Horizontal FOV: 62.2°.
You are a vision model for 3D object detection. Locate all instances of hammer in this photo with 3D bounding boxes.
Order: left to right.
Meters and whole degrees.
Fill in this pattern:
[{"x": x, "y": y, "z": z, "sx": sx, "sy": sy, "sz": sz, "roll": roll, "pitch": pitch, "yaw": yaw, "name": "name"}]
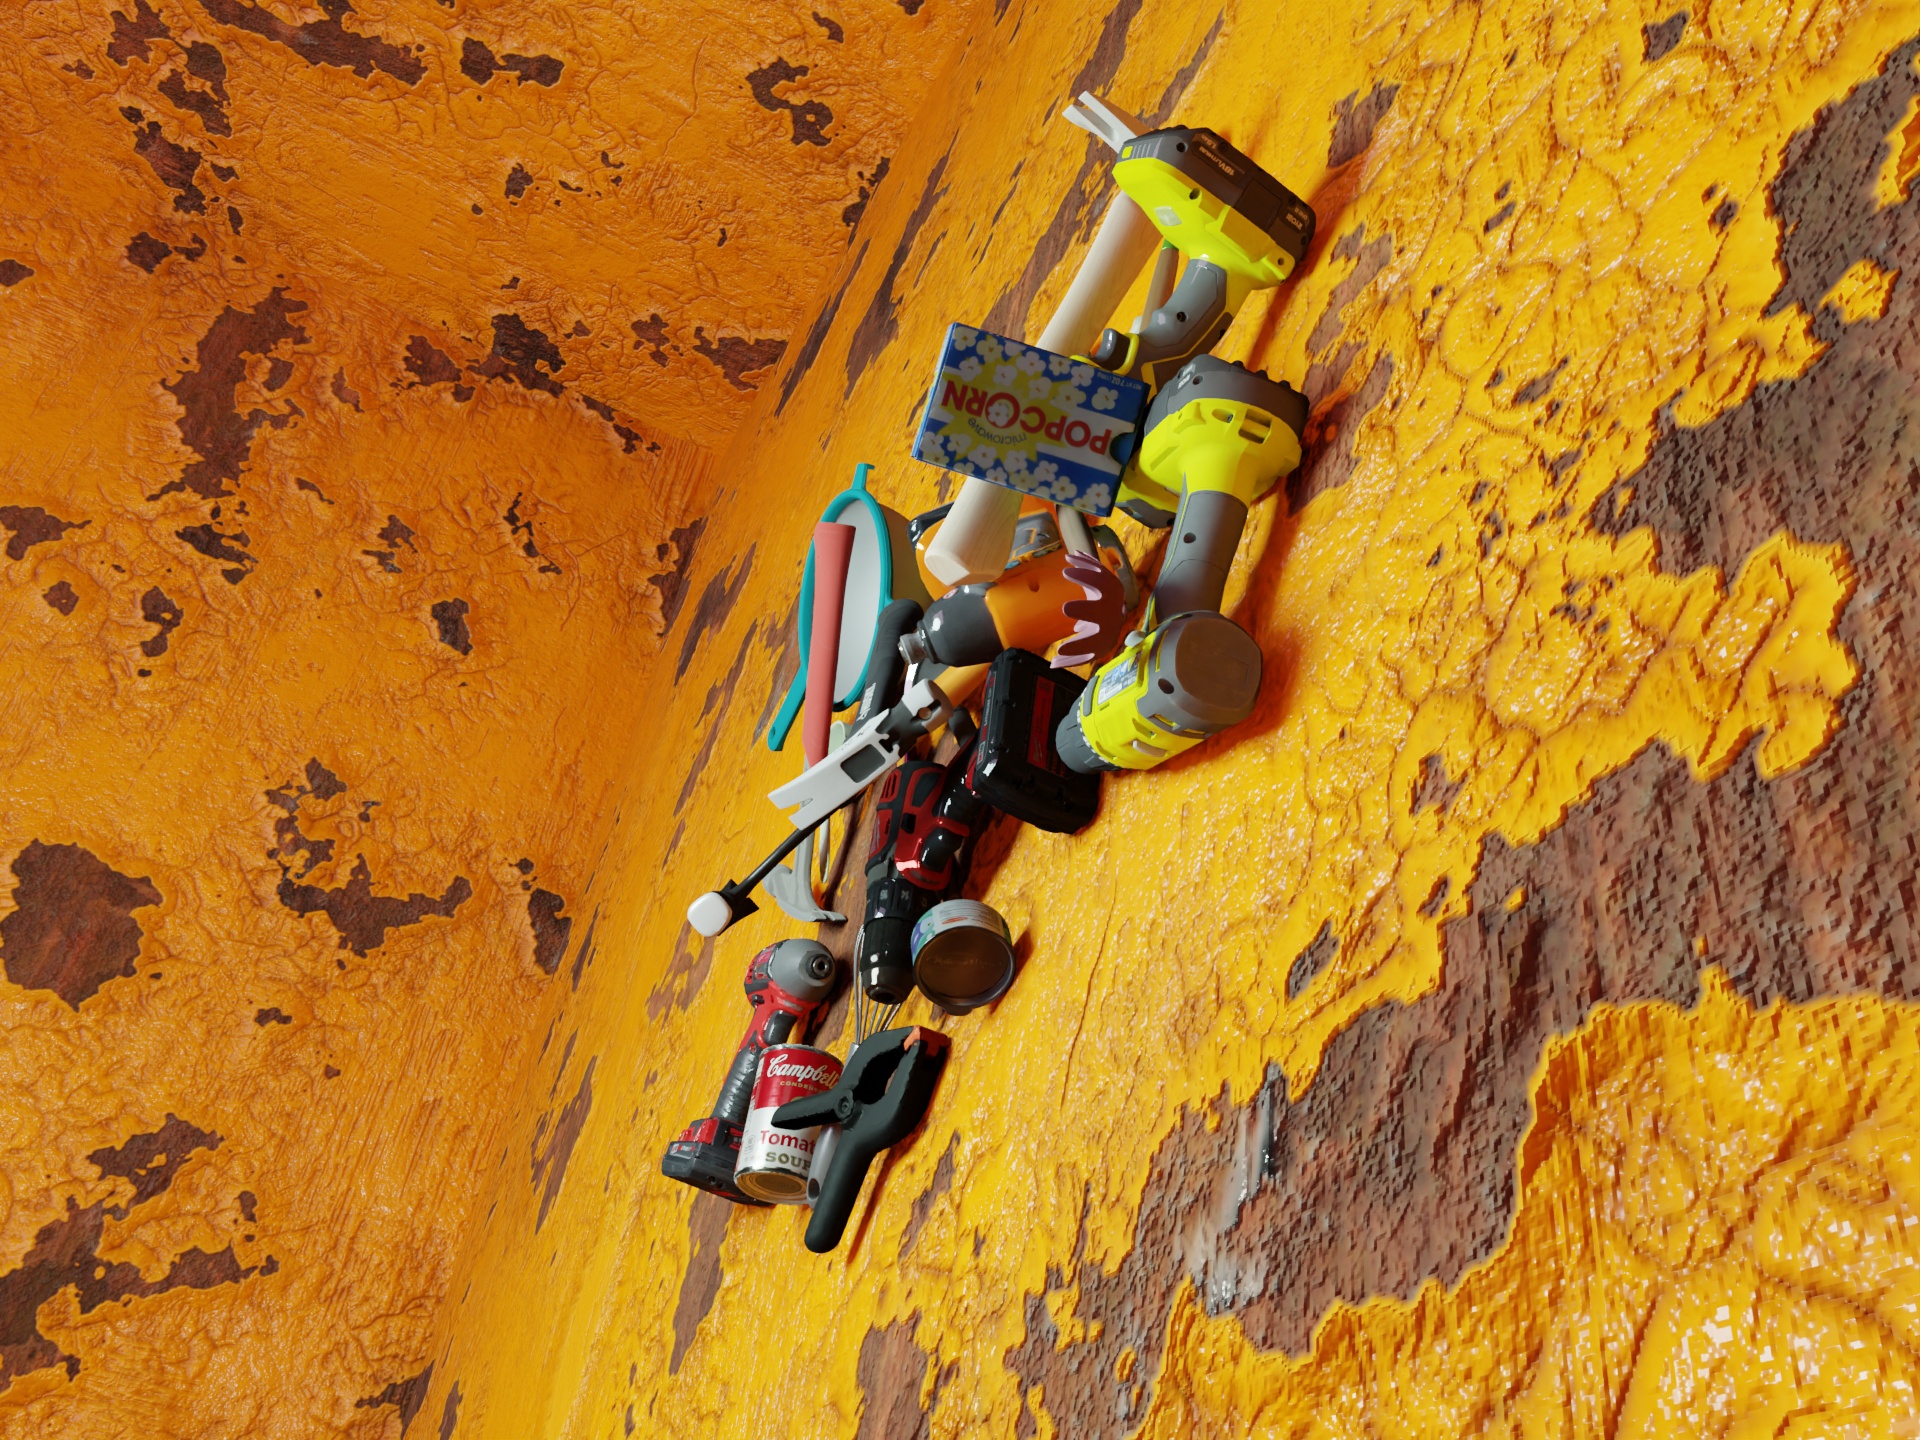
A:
[{"x": -0.127, "y": 0.000, "z": 1.448, "sx": 0.149, "sy": 0.036, "sz": 0.359, "roll": 13, "pitch": 98, "yaw": 64, "name": "hammer"}, {"x": -0.072, "y": 0.039, "z": 1.230, "sx": 0.337, "sy": 0.034, "sz": 0.127, "roll": -44, "pitch": -2, "yaw": 5, "name": "hammer"}, {"x": -0.064, "y": -0.026, "z": 1.218, "sx": 0.146, "sy": 0.035, "sz": 0.335, "roll": -38, "pitch": 15, "yaw": 15, "name": "hammer"}, {"x": 0.065, "y": -0.265, "z": 1.105, "sx": 0.038, "sy": 0.146, "sz": 0.411, "roll": -26, "pitch": 33, "yaw": 57, "name": "hammer"}]

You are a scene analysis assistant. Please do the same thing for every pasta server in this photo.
[{"x": 0.067, "y": -0.102, "z": 0.963, "sx": 0.316, "sy": 0.040, "sz": 0.060, "roll": -93, "pitch": 9, "yaw": -68, "name": "pasta server"}]

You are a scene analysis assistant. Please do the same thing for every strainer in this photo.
[{"x": -0.099, "y": -0.072, "z": 1.552, "sx": 0.340, "sy": 0.095, "sz": 0.211, "roll": 123, "pitch": 143, "yaw": -45, "name": "strainer"}, {"x": -0.002, "y": -0.004, "z": 1.277, "sx": 0.087, "sy": 0.050, "sz": 0.259, "roll": -62, "pitch": 23, "yaw": 19, "name": "strainer"}]

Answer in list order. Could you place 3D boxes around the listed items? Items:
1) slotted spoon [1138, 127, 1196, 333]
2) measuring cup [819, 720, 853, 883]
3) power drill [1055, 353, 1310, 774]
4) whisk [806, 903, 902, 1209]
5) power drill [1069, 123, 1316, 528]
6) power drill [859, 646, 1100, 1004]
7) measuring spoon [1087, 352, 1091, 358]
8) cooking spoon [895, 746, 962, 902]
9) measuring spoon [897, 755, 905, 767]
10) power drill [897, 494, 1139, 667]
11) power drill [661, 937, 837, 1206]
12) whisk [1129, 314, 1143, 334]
[{"x": 0.157, "y": -0.342, "z": 1.234, "sx": 0.070, "sy": 0.031, "sz": 0.314, "roll": -26, "pitch": 41, "yaw": 49, "name": "slotted spoon"}, {"x": -0.111, "y": 0.081, "z": 1.510, "sx": 0.083, "sy": 0.038, "sz": 0.168, "roll": -45, "pitch": 38, "yaw": 51, "name": "measuring cup"}, {"x": 0.123, "y": -0.079, "z": 0.939, "sx": 0.190, "sy": 0.080, "sz": 0.229, "roll": 143, "pitch": 145, "yaw": -67, "name": "power drill"}, {"x": -0.073, "y": 0.240, "z": 1.164, "sx": 0.055, "sy": 0.055, "sz": 0.239, "roll": 172, "pitch": 116, "yaw": -70, "name": "whisk"}, {"x": 0.117, "y": -0.259, "z": 1.028, "sx": 0.223, "sy": 0.171, "sz": 0.080, "roll": -62, "pitch": 26, "yaw": 2, "name": "power drill"}, {"x": 0.001, "y": 0.076, "z": 1.078, "sx": 0.226, "sy": 0.080, "sz": 0.188, "roll": -45, "pitch": 27, "yaw": 46, "name": "power drill"}, {"x": 0.102, "y": -0.274, "z": 1.359, "sx": 0.042, "sy": 0.021, "sz": 0.129, "roll": -47, "pitch": 35, "yaw": 46, "name": "measuring spoon"}, {"x": -0.030, "y": 0.073, "z": 1.293, "sx": 0.319, "sy": 0.017, "sz": 0.068, "roll": -113, "pitch": 29, "yaw": -66, "name": "cooking spoon"}, {"x": -0.055, "y": 0.053, "z": 1.348, "sx": 0.021, "sy": 0.011, "sz": 0.117, "roll": -164, "pitch": 78, "yaw": -78, "name": "measuring spoon"}, {"x": 0.024, "y": -0.103, "z": 1.141, "sx": 0.164, "sy": 0.084, "sz": 0.227, "roll": -22, "pitch": 21, "yaw": -1, "name": "power drill"}, {"x": -0.166, "y": 0.288, "z": 1.337, "sx": 0.143, "sy": 0.078, "sz": 0.220, "roll": -30, "pitch": 37, "yaw": 62, "name": "power drill"}, {"x": 0.087, "y": -0.213, "z": 1.271, "sx": 0.246, "sy": 0.059, "sz": 0.058, "roll": -59, "pitch": -9, "yaw": 12, "name": "whisk"}]
